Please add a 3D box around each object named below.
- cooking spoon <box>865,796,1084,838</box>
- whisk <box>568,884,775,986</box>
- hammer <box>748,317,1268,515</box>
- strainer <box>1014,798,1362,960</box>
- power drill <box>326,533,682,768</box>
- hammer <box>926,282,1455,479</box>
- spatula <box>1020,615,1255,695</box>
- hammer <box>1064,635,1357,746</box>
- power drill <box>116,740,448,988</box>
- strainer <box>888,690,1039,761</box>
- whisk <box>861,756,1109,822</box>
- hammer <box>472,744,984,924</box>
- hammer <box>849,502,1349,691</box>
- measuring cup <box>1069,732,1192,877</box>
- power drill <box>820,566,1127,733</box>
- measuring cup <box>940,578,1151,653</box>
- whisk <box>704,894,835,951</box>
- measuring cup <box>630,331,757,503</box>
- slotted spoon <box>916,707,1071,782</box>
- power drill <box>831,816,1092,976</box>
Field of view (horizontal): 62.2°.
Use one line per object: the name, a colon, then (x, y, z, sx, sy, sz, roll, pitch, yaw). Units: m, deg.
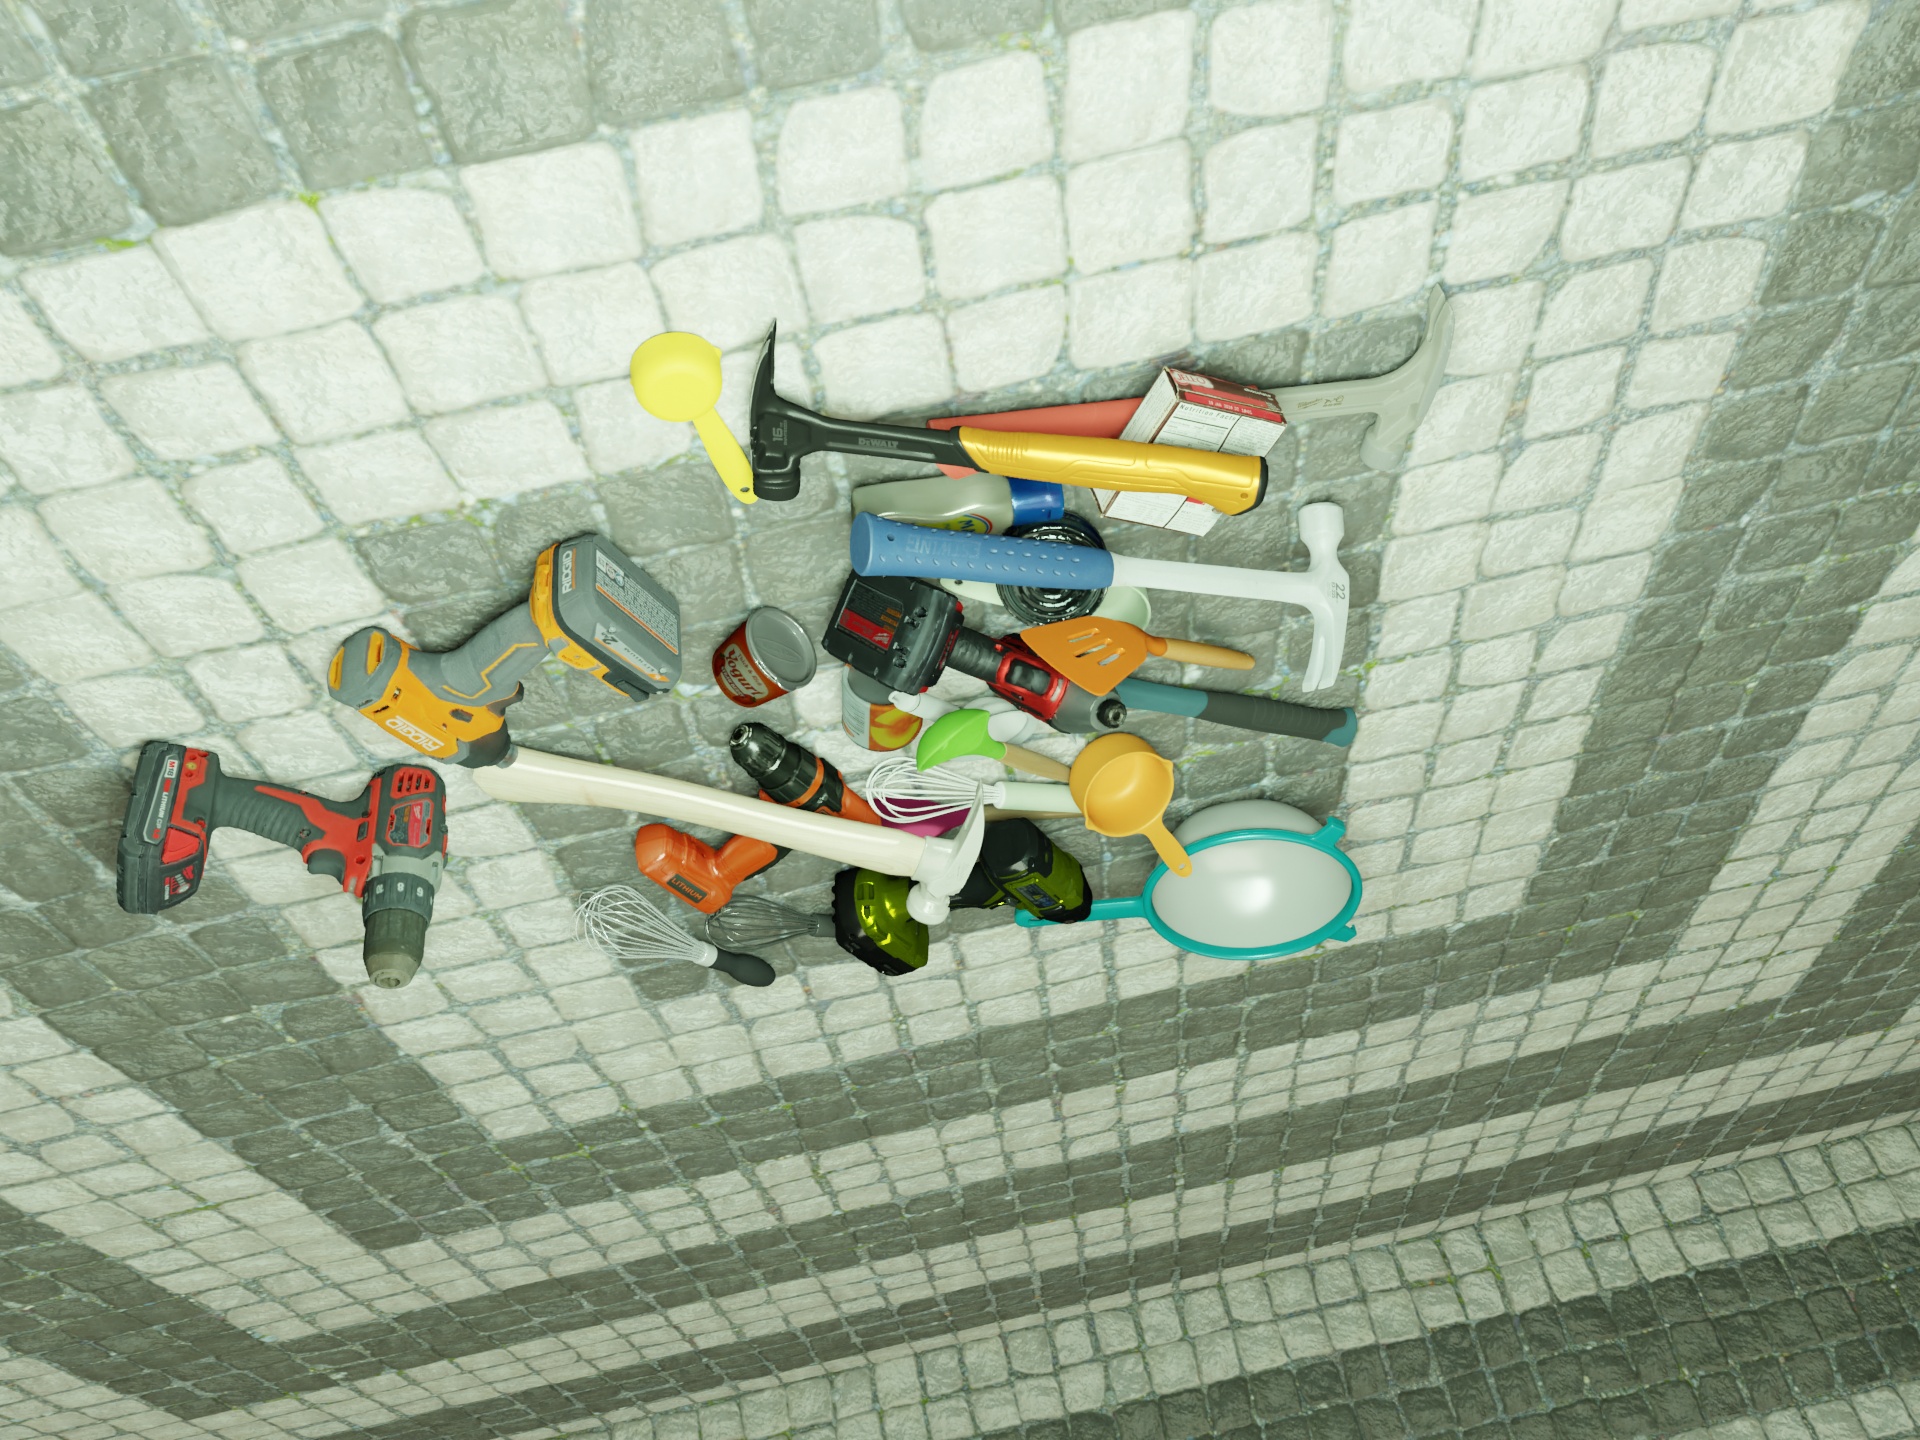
cooking spoon: (0.043, 0.086, 1.486, 0.318, 0.017, 0.068, -2, 134, -15)
whisk: (-0.270, 0.219, 1.539, 0.070, 0.070, 0.284, -28, 146, 20)
hammer: (0.032, -0.178, 1.024, 0.337, 0.034, 0.127, 7, 139, 0)
strainer: (0.221, 0.150, 1.581, 0.340, 0.095, 0.210, -7, 138, 12)
power drill: (-0.316, -0.035, 1.152, 0.226, 0.084, 0.164, -21, 145, 18)
hammer: (0.156, -0.216, 1.093, 0.359, 0.037, 0.149, -8, 144, -9)
spatula: (0.159, -0.048, 1.238, 0.322, 0.081, 0.041, 4, 122, -58)
hammer: (0.219, -0.013, 1.391, 0.330, 0.033, 0.128, 8, 143, -30)
power drill: (-0.505, 0.109, 1.197, 0.226, 0.188, 0.080, 8, 139, -22)
strainer: (-0.002, -0.004, 1.278, 0.087, 0.050, 0.258, -27, 163, 15)
whisk: (0.027, 0.067, 1.435, 0.246, 0.058, 0.059, 4, 176, -26)
hammer: (-0.184, 0.069, 1.296, 0.410, 0.038, 0.146, 14, 127, -13)
hammer: (0.114, -0.101, 1.125, 0.405, 0.144, 0.035, 2, 170, -28)
measuring cup: (0.162, 0.081, 1.454, 0.095, 0.052, 0.173, -38, 127, 2)
power drill: (0.019, -0.044, 1.190, 0.219, 0.143, 0.078, 19, 97, -39)
measuring cup: (0.065, -0.102, 1.228, 0.167, 0.038, 0.083, 11, 136, -12)
whisk: (-0.143, 0.204, 1.566, 0.238, 0.055, 0.055, 8, 140, -33)
measuring cup: (-0.163, -0.185, 1.033, 0.062, 0.029, 0.156, -18, 143, 7)
slotted spoon: (0.038, 0.029, 1.320, 0.070, 0.031, 0.313, -42, 159, 12)
power drill: (0.006, 0.172, 1.509, 0.223, 0.080, 0.171, -17, 145, 22)
